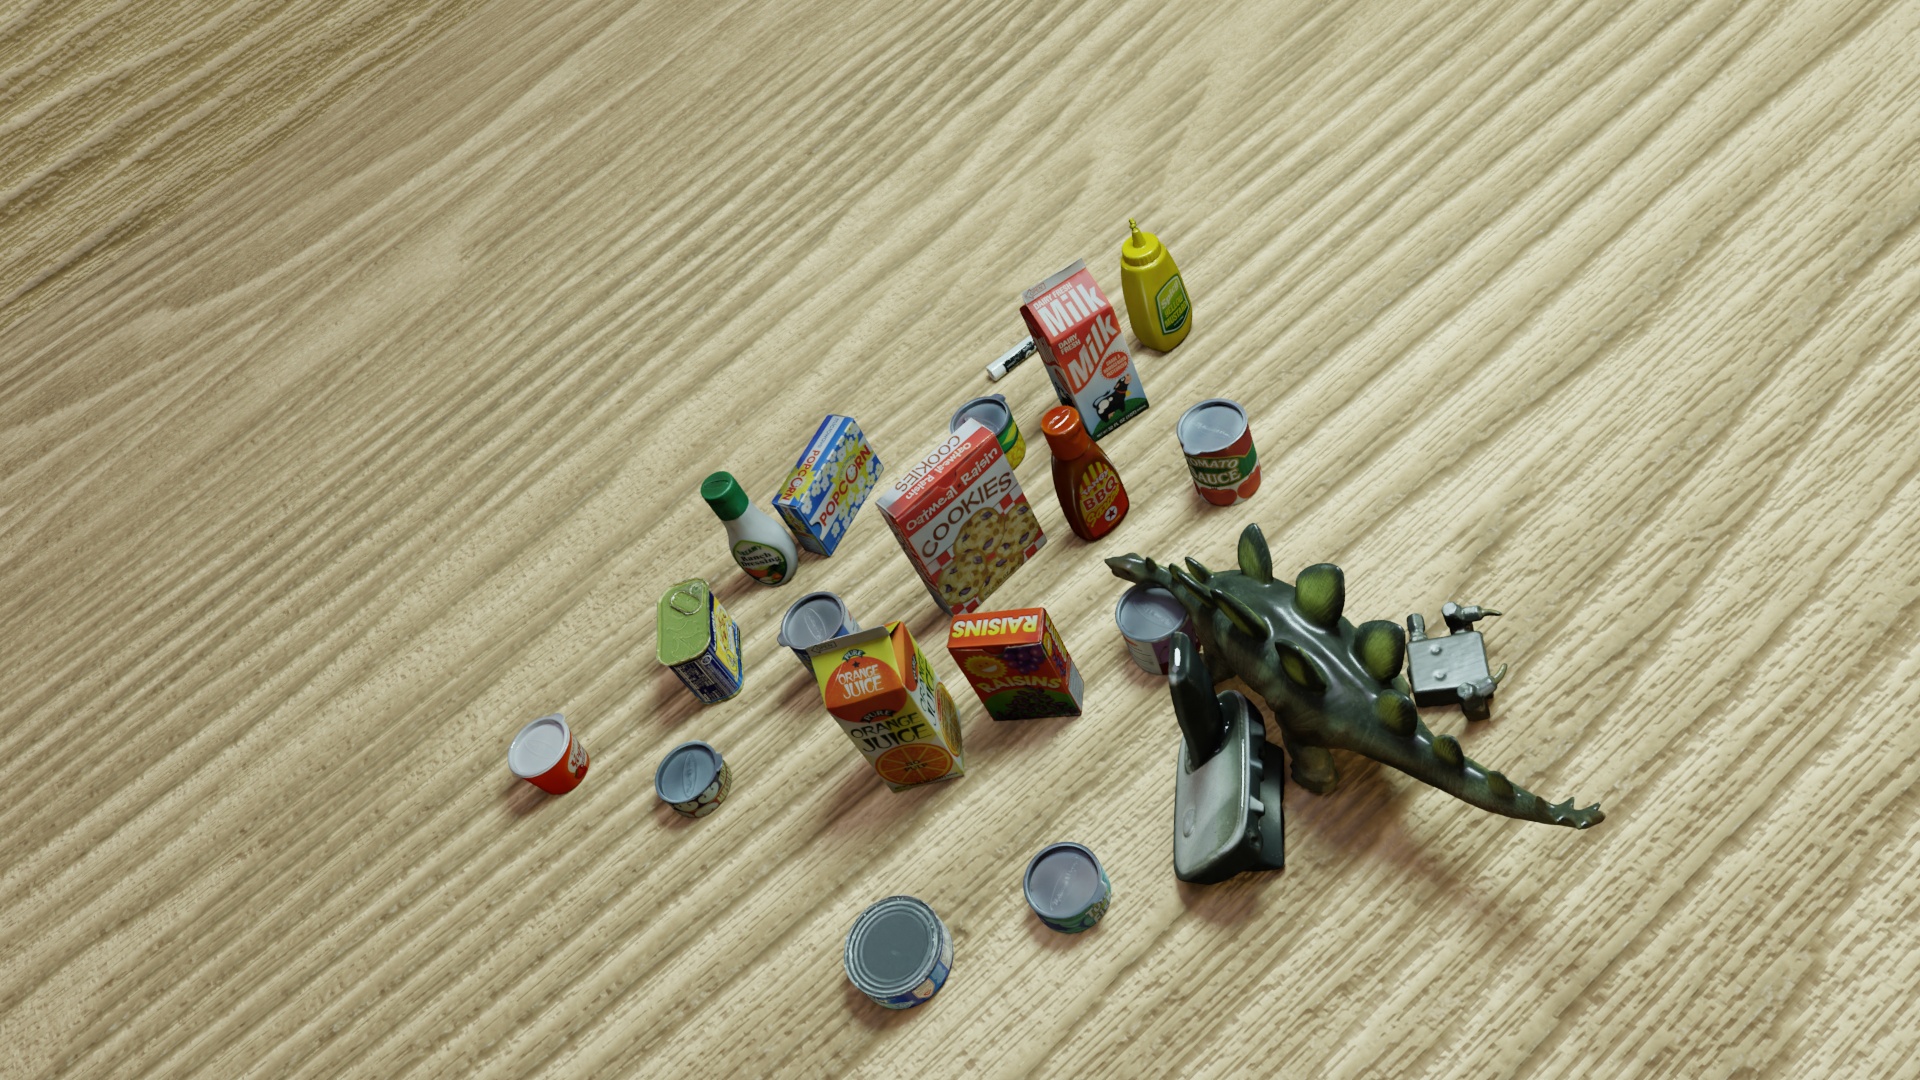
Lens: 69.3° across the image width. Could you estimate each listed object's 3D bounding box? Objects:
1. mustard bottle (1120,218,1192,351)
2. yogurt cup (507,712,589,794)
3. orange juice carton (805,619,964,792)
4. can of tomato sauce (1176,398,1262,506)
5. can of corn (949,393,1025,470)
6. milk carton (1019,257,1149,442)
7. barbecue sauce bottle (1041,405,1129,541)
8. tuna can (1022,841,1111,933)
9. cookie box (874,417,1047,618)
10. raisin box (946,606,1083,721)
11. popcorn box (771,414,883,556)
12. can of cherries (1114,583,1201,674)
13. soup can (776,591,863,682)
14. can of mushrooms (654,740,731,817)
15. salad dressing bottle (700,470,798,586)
[{"bbox_3d":[0.197,-0.268,1.439,0.049,0.159,0.065,27,68,39],"label":"mustard bottle"},{"bbox_3d":[-0.407,0.217,1.383,0.072,0.053,0.073,-13,48,15],"label":"yogurt cup"},{"bbox_3d":[-0.063,0.135,1.198,0.072,0.192,0.073,-16,48,12],"label":"orange juice carton"},{"bbox_3d":[0.245,-0.081,1.313,0.071,0.082,0.071,-13,48,15],"label":"can of tomato sauce"},{"bbox_3d":[0.031,-0.109,1.452,0.071,0.058,0.071,-13,48,15],"label":"can of corn"},{"bbox_3d":[0.120,-0.196,1.393,0.072,0.189,0.074,-33,46,-3],"label":"milk carton"},{"bbox_3d":[0.114,-0.066,1.315,0.065,0.148,0.044,-43,48,-13],"label":"barbecue sauce bottle"},{"bbox_3d":[0.088,0.280,1.116,0.071,0.032,0.071,-13,48,15],"label":"tuna can"},{"bbox_3d":[0.005,-0.016,1.311,0.123,0.166,0.040,-43,48,-13],"label":"cookie box"},{"bbox_3d":[0.050,0.110,1.214,0.086,0.123,0.040,-6,51,21],"label":"raisin box"},{"bbox_3d":[-0.139,-0.059,1.470,0.038,0.085,0.127,11,58,32],"label":"popcorn box"},{"bbox_3d":[0.178,0.075,1.229,0.071,0.058,0.072,-13,48,15],"label":"can of cherries"},{"bbox_3d":[-0.127,0.100,1.331,0.071,0.083,0.072,-13,48,15],"label":"soup can"},{"bbox_3d":[-0.251,0.226,1.317,0.071,0.033,0.071,-13,48,15],"label":"can of mushrooms"},{"bbox_3d":[-0.217,-0.012,1.423,0.064,0.147,0.044,-9,50,19],"label":"salad dressing bottle"}]
